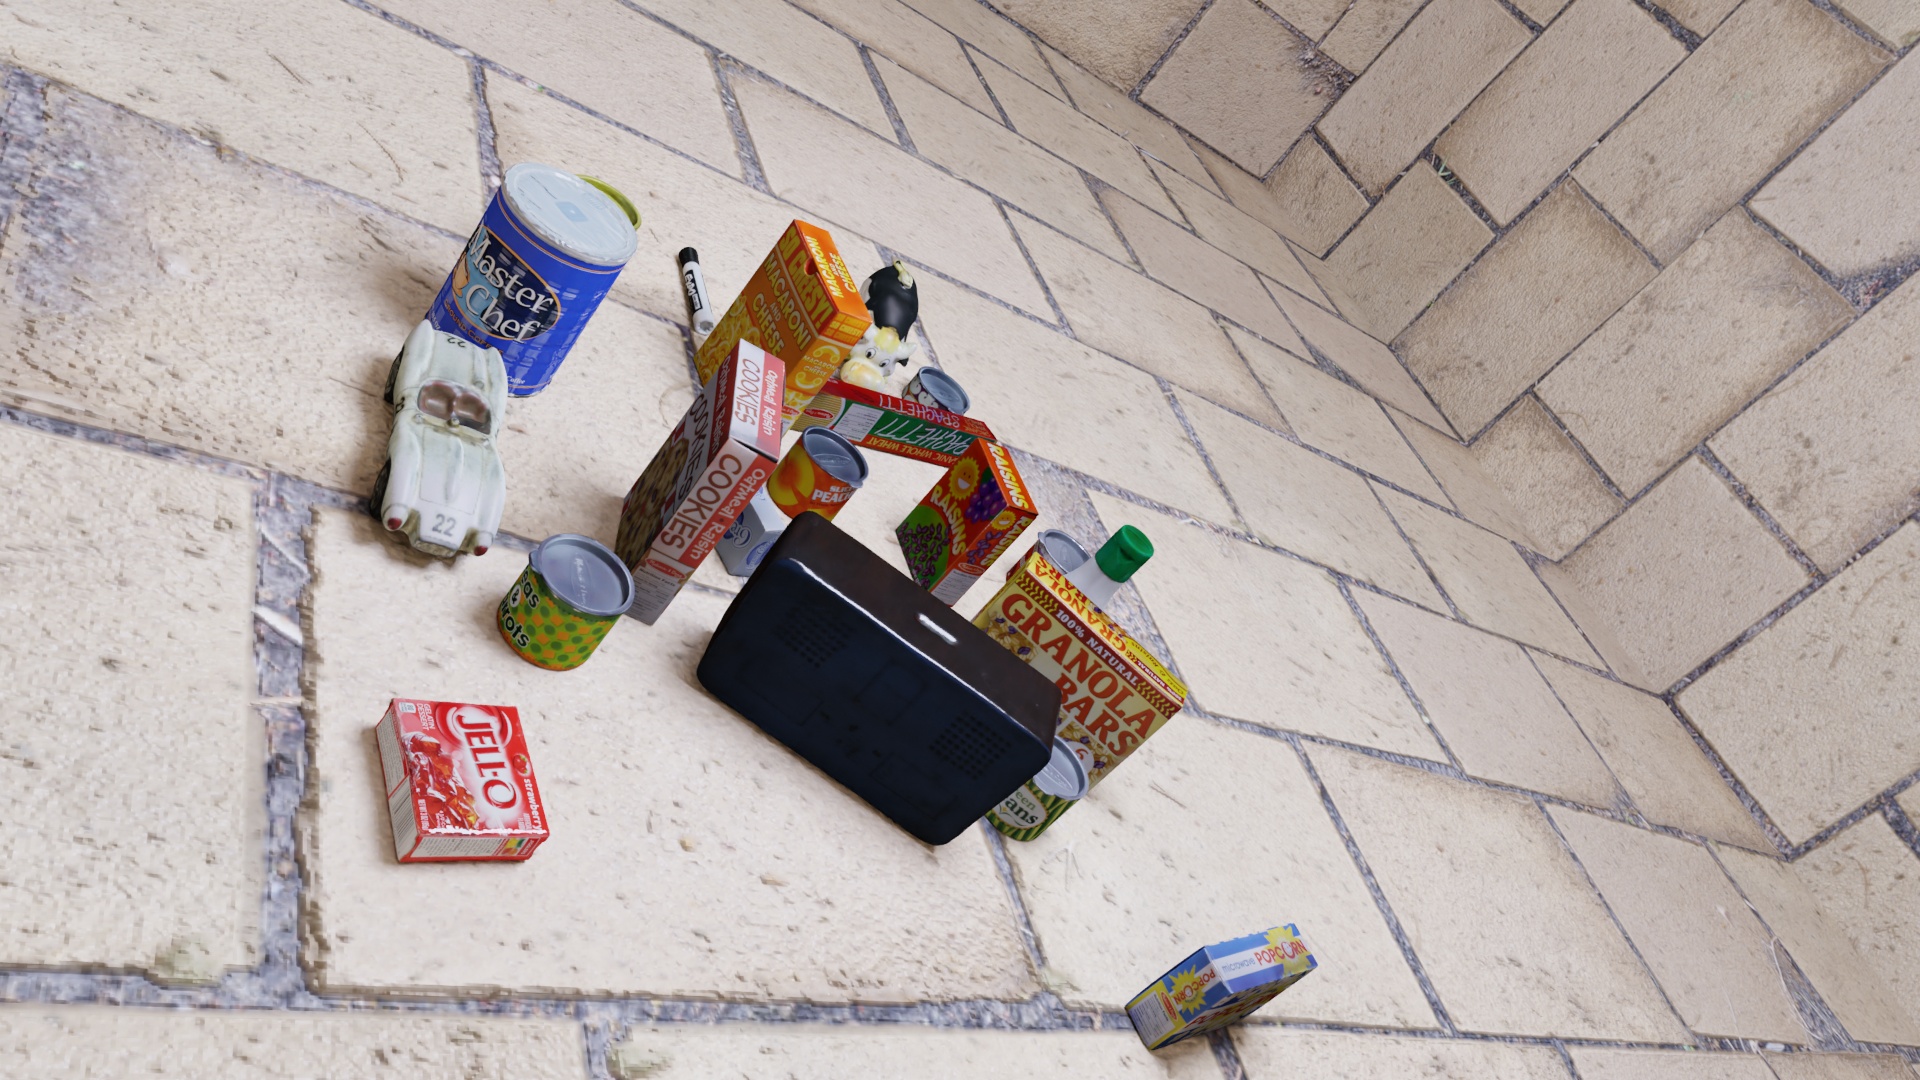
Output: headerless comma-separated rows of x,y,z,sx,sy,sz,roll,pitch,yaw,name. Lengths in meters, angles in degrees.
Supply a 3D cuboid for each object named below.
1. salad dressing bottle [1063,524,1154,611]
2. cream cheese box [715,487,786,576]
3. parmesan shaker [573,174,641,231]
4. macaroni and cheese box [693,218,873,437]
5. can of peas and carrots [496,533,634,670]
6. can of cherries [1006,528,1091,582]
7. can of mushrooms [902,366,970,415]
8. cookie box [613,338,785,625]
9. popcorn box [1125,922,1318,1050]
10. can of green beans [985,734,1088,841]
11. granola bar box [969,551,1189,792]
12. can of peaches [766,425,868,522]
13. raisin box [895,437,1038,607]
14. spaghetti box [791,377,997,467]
0.108,0.046,1.213,0.064,0.147,0.044,43,28,1,salad dressing bottle
-0.175,-0.028,1.062,0.024,0.053,0.104,4,46,-50,cream cheese box
-0.315,-0.235,1.124,0.071,0.102,0.072,31,30,-20,parmesan shaker
-0.153,-0.167,1.164,0.040,0.165,0.124,14,39,-42,macaroni and cheese box
-0.249,0.038,0.869,0.071,0.058,0.071,31,30,-20,can of peas and carrots
0.083,0.031,1.299,0.071,0.058,0.072,31,30,-20,can of cherries
-0.025,-0.144,1.435,0.071,0.033,0.071,31,30,-20,can of mushrooms
-0.180,-0.041,0.952,0.040,0.166,0.123,28,31,-25,cookie box
0.189,0.320,0.999,0.127,0.085,0.038,6,44,-48,popcorn box
0.053,0.184,1.047,0.071,0.057,0.071,31,30,-20,can of green beans
0.080,0.109,1.115,0.165,0.123,0.039,42,28,-1,granola bar box
-0.118,-0.051,1.161,0.071,0.057,0.071,31,30,-20,can of peaches
0.004,-0.015,1.195,0.040,0.123,0.086,18,36,-38,raisin box
-0.069,-0.110,1.314,0.250,0.050,0.029,11,41,-44,spaghetti box
